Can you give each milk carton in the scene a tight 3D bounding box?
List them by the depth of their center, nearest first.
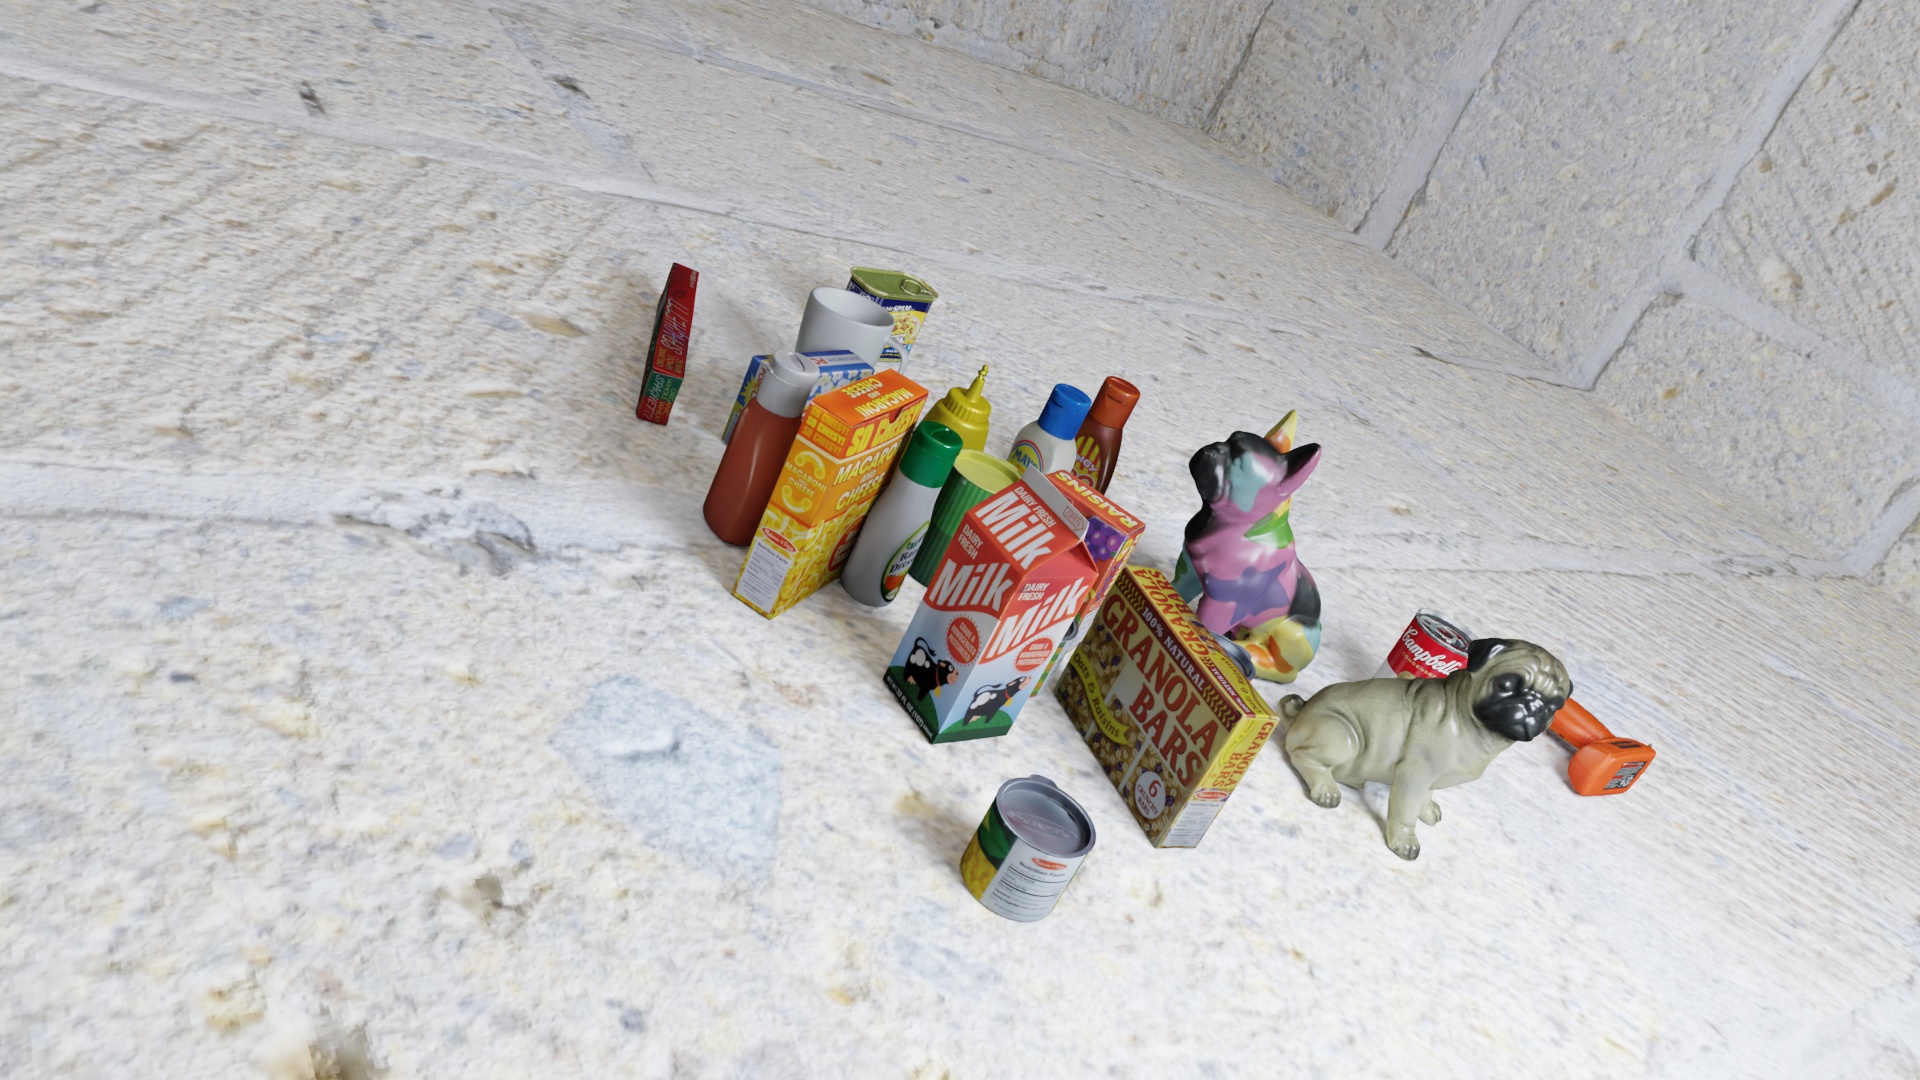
[{"bbox_3d":[0.026,0.044,0.945,0.073,0.189,0.072,0,36,-42],"label":"milk carton"}]

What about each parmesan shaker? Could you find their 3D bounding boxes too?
[{"bbox_3d":[0.004,-0.014,1.128,0.071,0.102,0.071,21,27,-11],"label":"parmesan shaker"}]

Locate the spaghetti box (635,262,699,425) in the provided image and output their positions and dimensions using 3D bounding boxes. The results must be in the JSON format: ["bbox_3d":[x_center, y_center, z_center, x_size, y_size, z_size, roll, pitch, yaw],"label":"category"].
[{"bbox_3d":[-0.262,-0.182,1.252,0.029,0.050,0.251,18,28,-17],"label":"spaghetti box"}]

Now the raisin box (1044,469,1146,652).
[{"bbox_3d":[0.082,0.017,1.119,0.086,0.122,0.040,36,28,20],"label":"raisin box"}]

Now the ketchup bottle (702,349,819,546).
[{"bbox_3d":[-0.149,-0.071,1.043,0.043,0.148,0.065,8,32,-33],"label":"ketchup bottle"}]

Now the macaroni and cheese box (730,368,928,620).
[{"bbox_3d":[-0.092,-0.035,1.010,0.040,0.165,0.124,32,27,12],"label":"macaroni and cheese box"}]

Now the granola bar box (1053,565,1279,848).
[{"bbox_3d":[0.140,0.116,0.990,0.039,0.123,0.166,8,32,-33],"label":"granola bar box"}]

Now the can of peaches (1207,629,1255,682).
[{"bbox_3d":[0.196,0.113,1.120,0.071,0.057,0.071,21,27,-11],"label":"can of peaches"}]

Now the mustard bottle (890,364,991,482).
[{"bbox_3d":[-0.012,-0.077,1.163,0.065,0.159,0.049,7,32,-34],"label":"mustard bottle"}]

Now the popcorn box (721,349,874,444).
[{"bbox_3d":[-0.139,-0.119,1.210,0.038,0.084,0.127,39,29,24],"label":"popcorn box"}]

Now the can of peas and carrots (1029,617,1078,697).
[{"bbox_3d":[0.045,0.075,1.053,0.071,0.058,0.071,21,27,-11],"label":"can of peas and carrots"}]

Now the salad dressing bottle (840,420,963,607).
[{"bbox_3d":[-0.044,-0.020,1.046,0.044,0.147,0.064,34,27,14],"label":"salad dressing bottle"}]

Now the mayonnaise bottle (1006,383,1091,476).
[{"bbox_3d":[0.068,-0.068,1.232,0.041,0.147,0.065,-4,39,-46],"label":"mayonnaise bottle"}]

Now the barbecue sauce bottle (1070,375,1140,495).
[{"bbox_3d":[0.120,-0.083,1.305,0.065,0.147,0.044,32,27,11],"label":"barbecue sauce bottle"}]

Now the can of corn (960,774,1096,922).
[{"bbox_3d":[0.040,0.187,0.848,0.071,0.058,0.071,21,27,-11],"label":"can of corn"}]
